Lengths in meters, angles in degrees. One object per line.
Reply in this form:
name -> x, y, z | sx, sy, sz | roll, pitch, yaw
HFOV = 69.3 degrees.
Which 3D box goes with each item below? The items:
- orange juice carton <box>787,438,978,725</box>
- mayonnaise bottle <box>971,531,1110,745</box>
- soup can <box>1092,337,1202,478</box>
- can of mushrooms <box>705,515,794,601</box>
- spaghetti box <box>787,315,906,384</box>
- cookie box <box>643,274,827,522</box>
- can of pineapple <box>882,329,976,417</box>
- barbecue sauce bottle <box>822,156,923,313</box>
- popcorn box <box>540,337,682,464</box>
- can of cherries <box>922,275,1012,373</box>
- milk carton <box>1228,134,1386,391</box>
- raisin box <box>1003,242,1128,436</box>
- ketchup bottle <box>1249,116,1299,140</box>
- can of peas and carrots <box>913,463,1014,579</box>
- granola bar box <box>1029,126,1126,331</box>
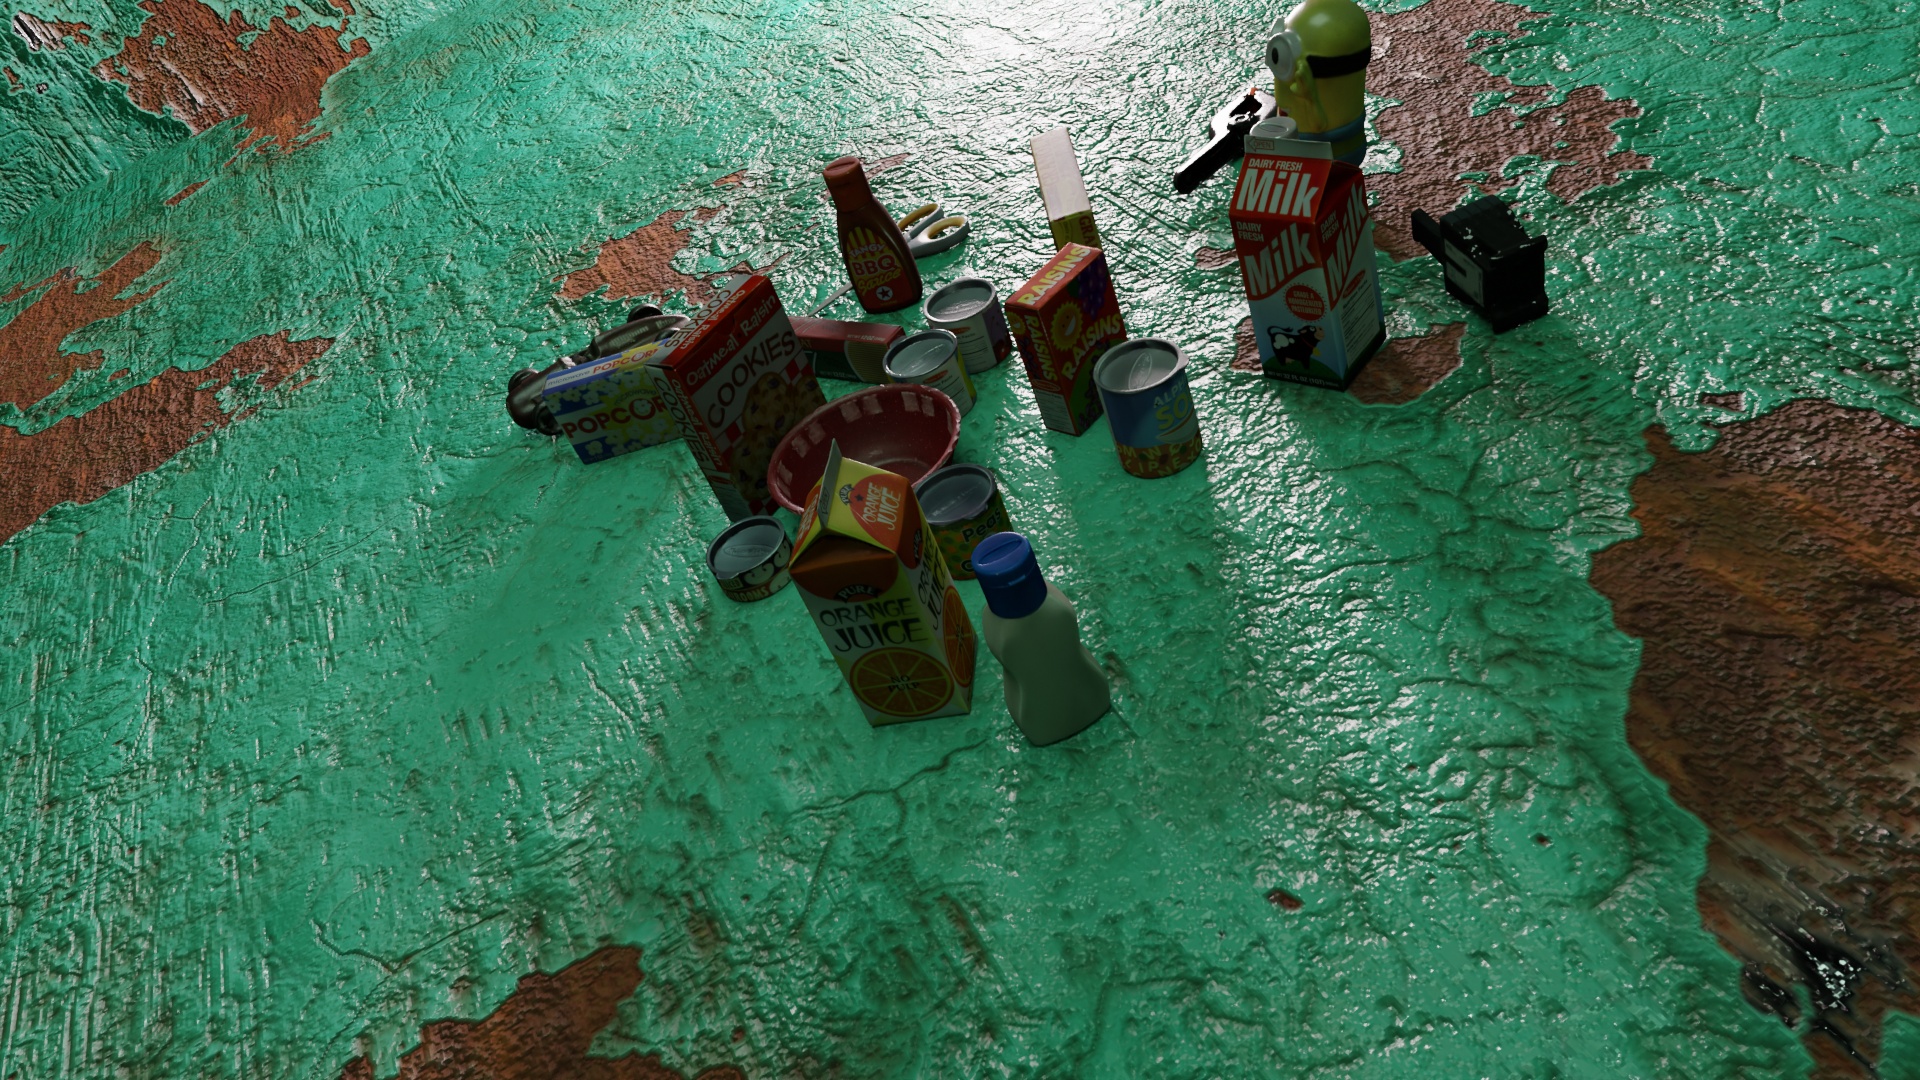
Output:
orange juice carton -> -0.052, 0.028, 0.890 | 0.073, 0.191, 0.072 | -10, 40, 15
mayonnaise bottle -> 0.045, 0.059, 0.843 | 0.065, 0.147, 0.041 | -28, 39, -6
soup can -> 0.143, -0.098, 1.029 | 0.071, 0.083, 0.072 | -13, 40, 11
can of mushrooms -> -0.163, 0.016, 1.083 | 0.071, 0.033, 0.071 | -13, 40, 11
spaghetti box -> -0.150, -0.181, 1.291 | 0.250, 0.050, 0.029 | 11, 49, 34
cookie box -> -0.171, -0.113, 1.129 | 0.040, 0.166, 0.123 | 11, 49, 35
can of pineapple -> -0.026, -0.137, 1.175 | 0.071, 0.057, 0.071 | -13, 40, 11
barbecue sauce bottle -> -0.086, -0.286, 1.304 | 0.065, 0.148, 0.044 | -10, 40, 16
popcorn box -> -0.306, -0.127, 1.274 | 0.126, 0.085, 0.038 | -15, 39, 9
can of cherries -> 0.008, -0.190, 1.219 | 0.071, 0.058, 0.072 | -13, 40, 11
milk carton -> 0.255, -0.210, 1.021 | 0.072, 0.189, 0.074 | 18, 54, 39
raisin box -> 0.089, -0.157, 1.092 | 0.040, 0.122, 0.086 | 21, 55, 41
ketchup bottle -> 0.263, -0.265, 1.114 | 0.044, 0.148, 0.065 | -40, 42, -20
can of peas and carrots -> 0.004, -0.013, 1.017 | 0.071, 0.058, 0.071 | -13, 40, 11
granola bar box -> 0.101, -0.268, 1.214 | 0.039, 0.123, 0.166 | -16, 39, 8
